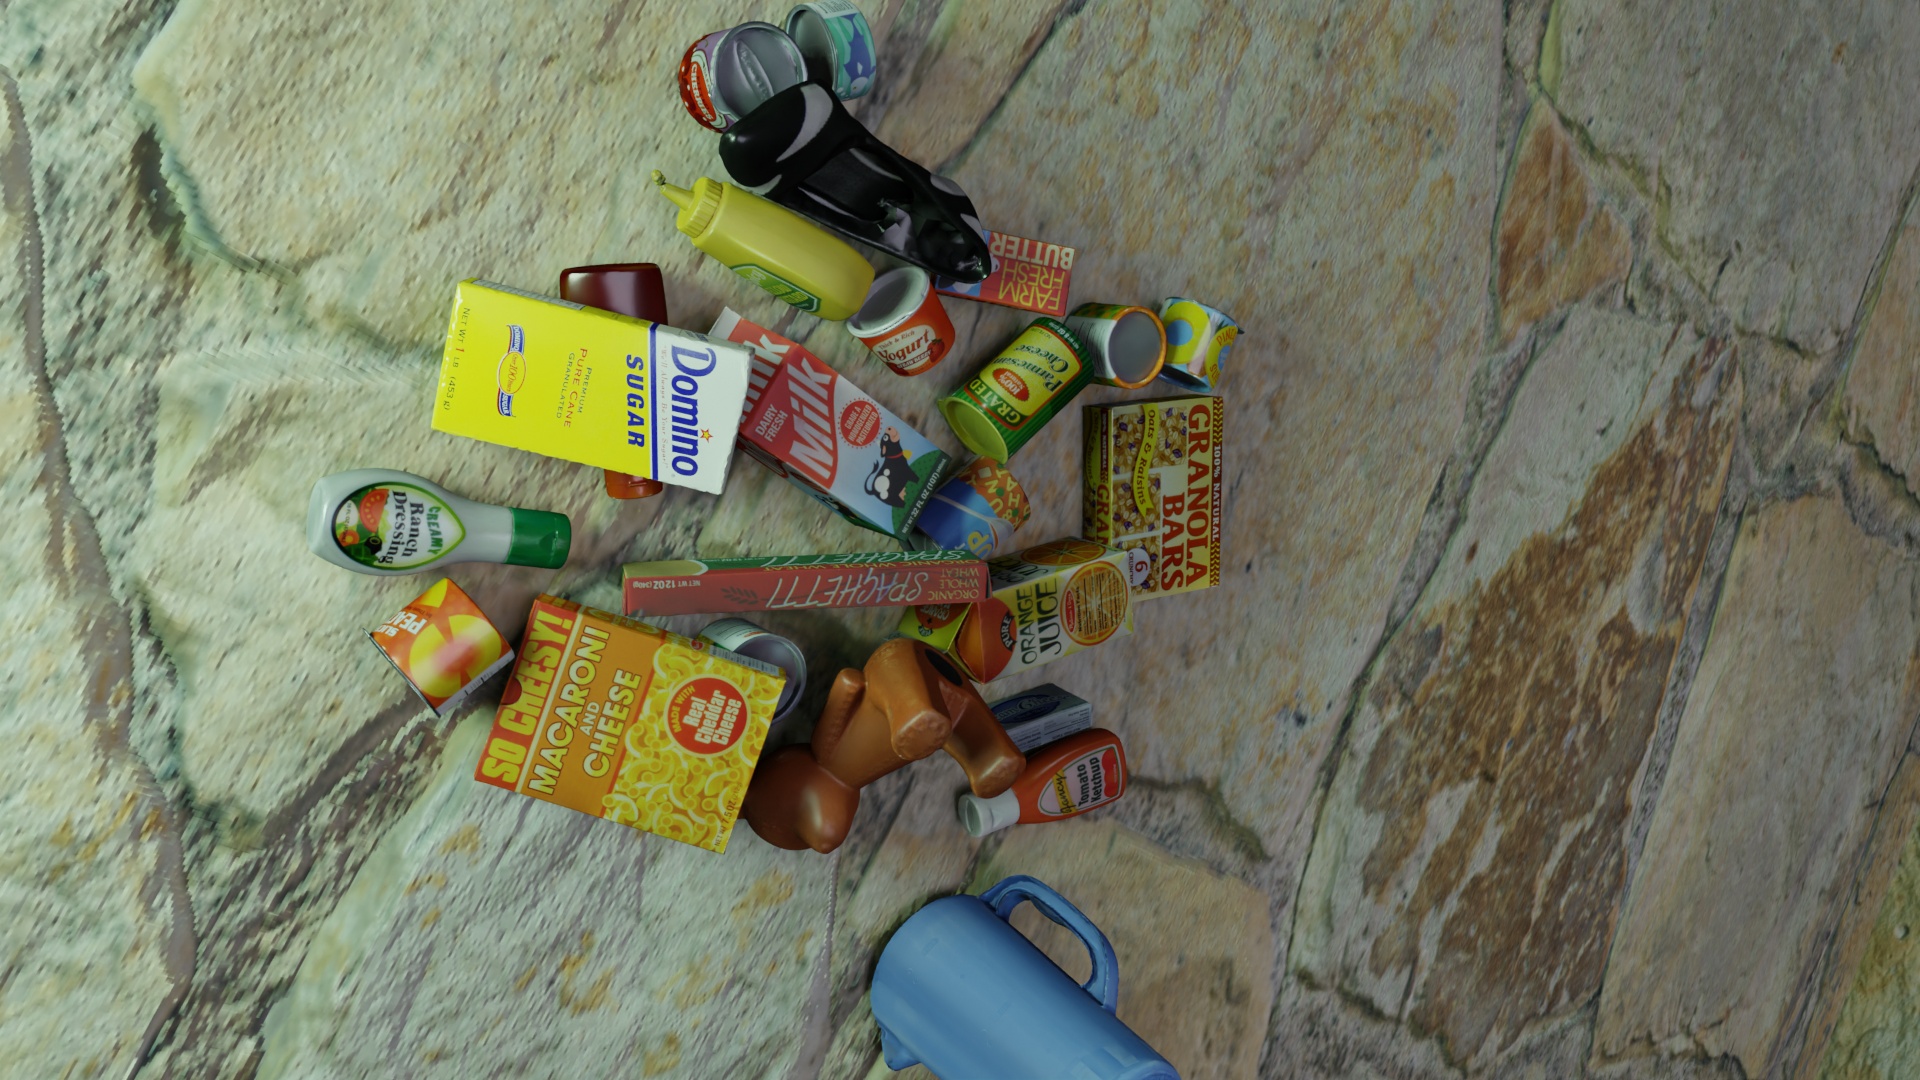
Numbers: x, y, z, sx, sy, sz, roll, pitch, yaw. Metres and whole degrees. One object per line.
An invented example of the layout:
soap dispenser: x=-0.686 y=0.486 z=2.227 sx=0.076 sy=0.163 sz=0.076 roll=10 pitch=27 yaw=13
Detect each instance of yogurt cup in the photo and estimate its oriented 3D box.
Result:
yogurt cup: x=-0.040 y=-0.154 z=0.992 sx=0.072 sy=0.072 sz=0.053 roll=-51 pitch=131 yaw=-15

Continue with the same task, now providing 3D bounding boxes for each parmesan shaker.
parmesan shaker: x=0.043 y=-0.116 z=1.056 sx=0.103 sy=0.071 sz=0.071 roll=-44 pitch=121 yaw=-20

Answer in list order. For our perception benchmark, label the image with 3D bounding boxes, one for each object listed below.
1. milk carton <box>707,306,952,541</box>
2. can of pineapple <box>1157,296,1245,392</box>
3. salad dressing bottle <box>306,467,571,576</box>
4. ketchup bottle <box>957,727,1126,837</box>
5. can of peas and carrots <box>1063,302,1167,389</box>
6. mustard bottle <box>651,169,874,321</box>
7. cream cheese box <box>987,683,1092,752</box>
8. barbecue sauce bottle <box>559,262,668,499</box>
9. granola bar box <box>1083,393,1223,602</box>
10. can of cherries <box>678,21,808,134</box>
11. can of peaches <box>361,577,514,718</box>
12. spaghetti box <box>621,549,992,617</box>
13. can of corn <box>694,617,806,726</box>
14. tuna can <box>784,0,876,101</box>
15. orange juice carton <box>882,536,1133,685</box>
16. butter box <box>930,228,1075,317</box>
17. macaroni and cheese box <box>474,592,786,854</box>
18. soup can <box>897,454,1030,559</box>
milk carton: x=-0.106 y=-0.079 z=0.955 sx=0.190 sy=0.073 sz=0.072 roll=36 pitch=79 yaw=-34
can of pineapple: x=0.190 y=-0.160 z=1.143 sx=0.071 sy=0.071 sz=0.058 roll=25 pitch=86 yaw=-35
salad dressing bottle: x=-0.314 y=-0.007 z=0.846 sx=0.148 sy=0.044 sz=0.064 roll=7 pitch=94 yaw=-35
ketchup bottle: x=0.068 y=0.205 z=1.151 sx=0.149 sy=0.043 sz=0.064 roll=-15 pitch=108 yaw=-31
can of peas and carrots: x=0.124 y=-0.156 z=1.106 sx=0.071 sy=0.059 sz=0.070 roll=-8 pitch=105 yaw=-33
mustard bottle: x=-0.136 y=-0.199 z=0.920 sx=0.160 sy=0.065 sz=0.049 roll=26 pitch=79 yaw=-29
cream cheese box: x=0.050 y=0.146 z=1.120 sx=0.104 sy=0.053 sz=0.024 roll=-15 pitch=110 yaw=-31
barbecue sauce bottle: x=-0.217 y=-0.102 z=0.893 sx=0.065 sy=0.044 sz=0.148 roll=-8 pitch=105 yaw=-20
granola bar box: x=0.162 y=-0.036 z=1.168 sx=0.124 sy=0.039 sz=0.165 roll=-9 pitch=104 yaw=-32
can of cherries: x=-0.143 y=-0.296 z=0.895 sx=0.072 sy=0.058 sz=0.071 roll=-9 pitch=106 yaw=-33
can of peaches: x=-0.316 y=0.063 z=0.845 sx=0.058 sy=0.071 sz=0.071 roll=-41 pitch=120 yaw=-21
spaghetti box: x=-0.103 y=0.028 z=0.951 sx=0.250 sy=0.050 sz=0.028 roll=-2 pitch=102 yaw=-16
can of corn: x=-0.151 y=0.094 z=0.969 sx=0.071 sy=0.058 sz=0.071 roll=-8 pitch=104 yaw=-33
tuna can: x=-0.086 y=-0.322 z=0.924 sx=0.033 sy=0.071 sz=0.071 roll=-23 pitch=112 yaw=-29
orange juice carton: x=0.038 y=0.057 z=1.083 sx=0.193 sy=0.072 sz=0.072 roll=-16 pitch=108 yaw=-31
butter box: x=0.031 y=-0.200 z=1.031 sx=0.103 sy=0.024 sz=0.053 roll=9 pitch=94 yaw=-11
macaroni and cheese box: x=-0.212 y=0.118 z=0.899 sx=0.166 sy=0.040 sz=0.123 roll=19 pitch=92 yaw=-10
soup can: x=0.004 y=-0.013 z=1.046 sx=0.084 sy=0.071 sz=0.071 roll=-40 pitch=119 yaw=-21
